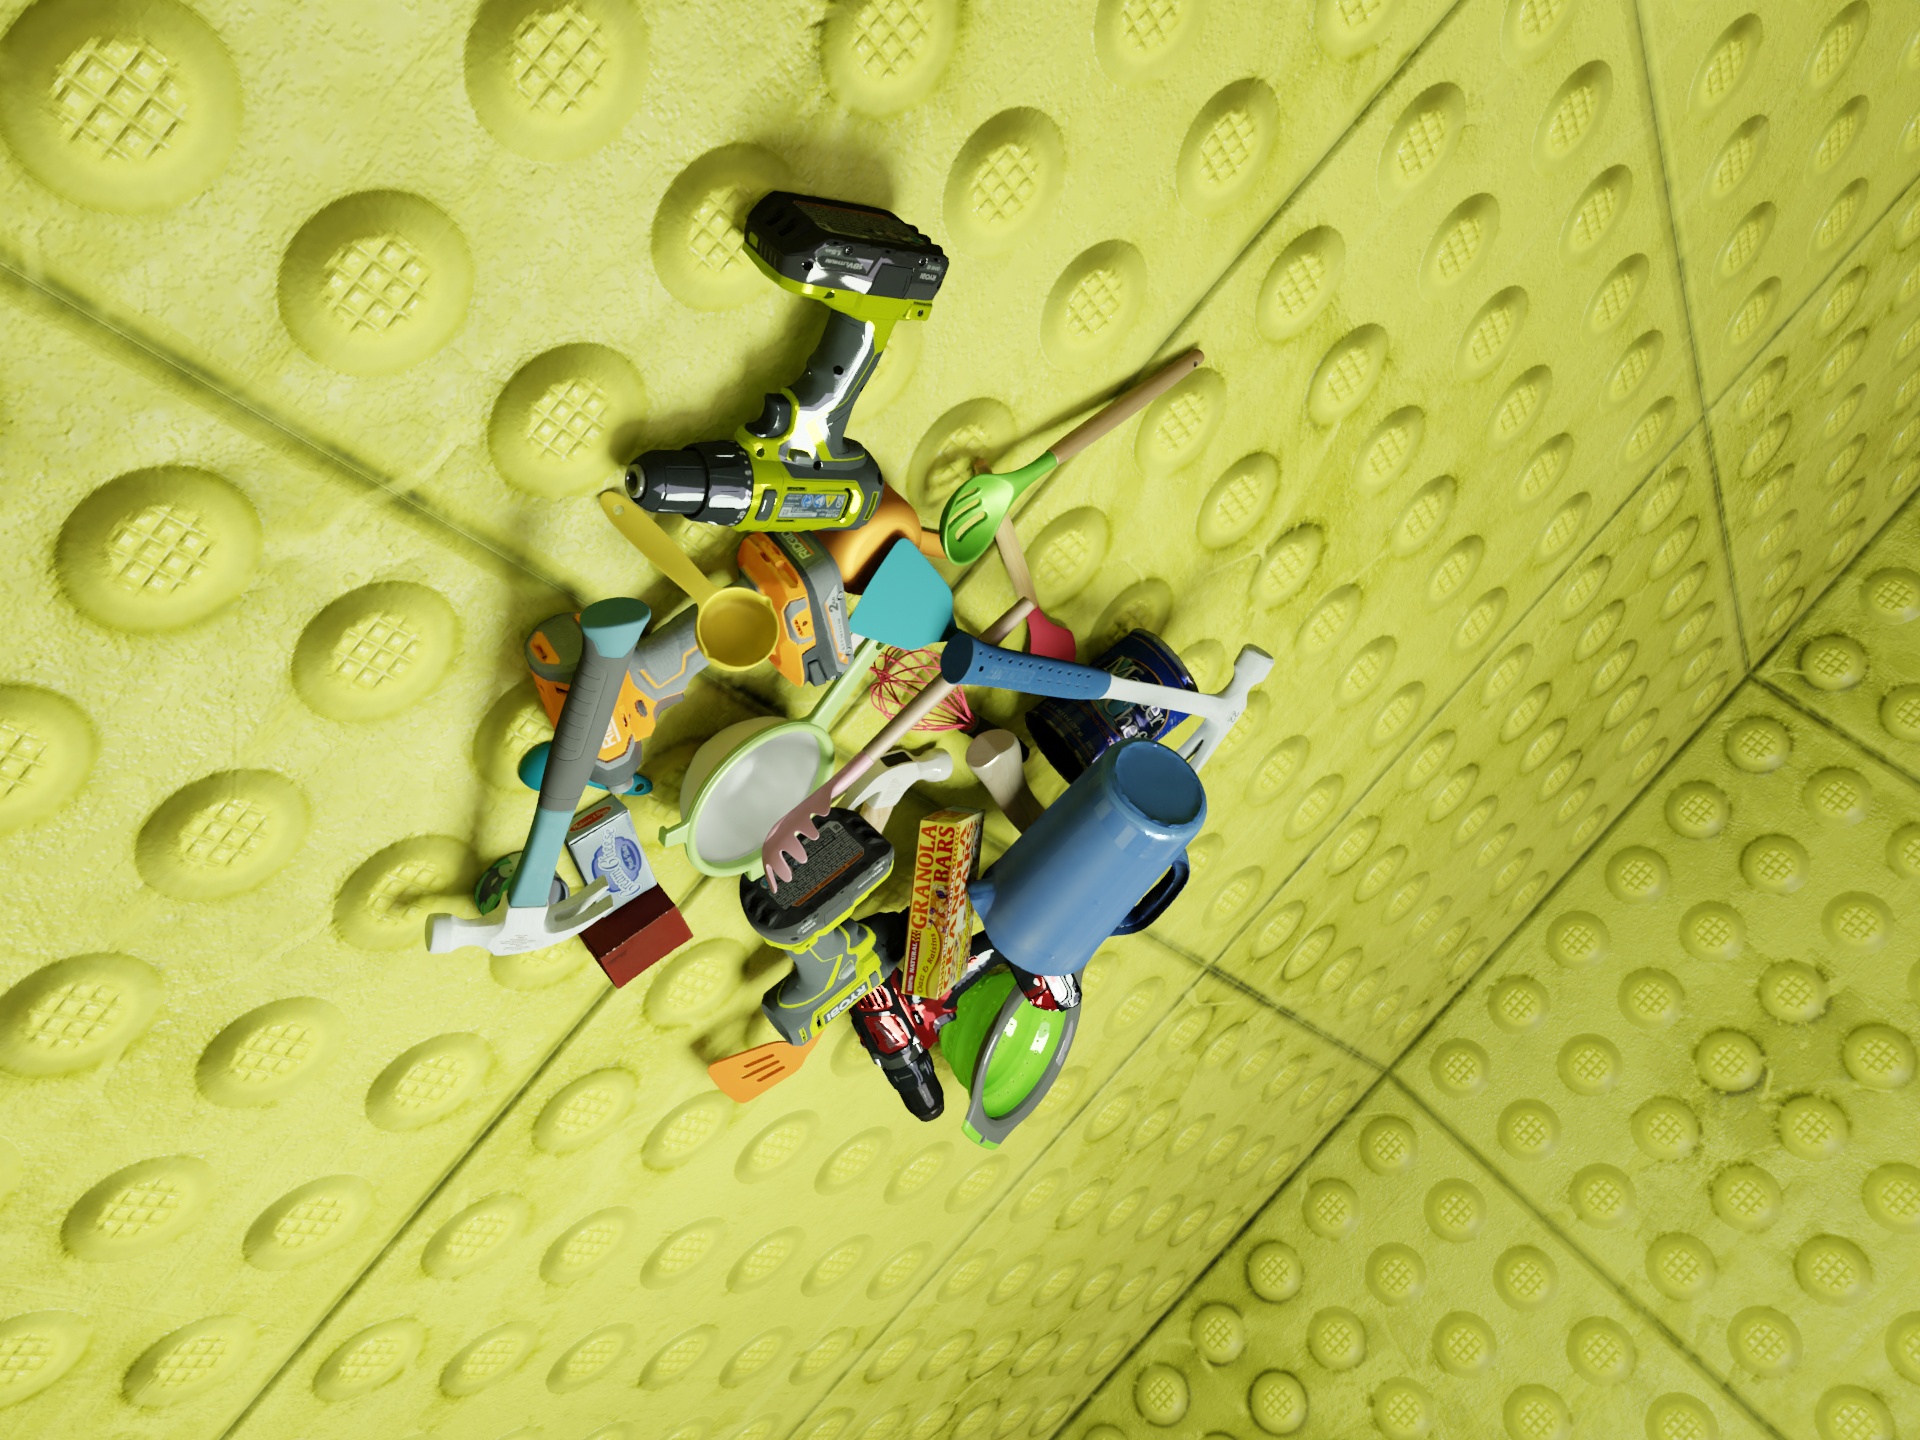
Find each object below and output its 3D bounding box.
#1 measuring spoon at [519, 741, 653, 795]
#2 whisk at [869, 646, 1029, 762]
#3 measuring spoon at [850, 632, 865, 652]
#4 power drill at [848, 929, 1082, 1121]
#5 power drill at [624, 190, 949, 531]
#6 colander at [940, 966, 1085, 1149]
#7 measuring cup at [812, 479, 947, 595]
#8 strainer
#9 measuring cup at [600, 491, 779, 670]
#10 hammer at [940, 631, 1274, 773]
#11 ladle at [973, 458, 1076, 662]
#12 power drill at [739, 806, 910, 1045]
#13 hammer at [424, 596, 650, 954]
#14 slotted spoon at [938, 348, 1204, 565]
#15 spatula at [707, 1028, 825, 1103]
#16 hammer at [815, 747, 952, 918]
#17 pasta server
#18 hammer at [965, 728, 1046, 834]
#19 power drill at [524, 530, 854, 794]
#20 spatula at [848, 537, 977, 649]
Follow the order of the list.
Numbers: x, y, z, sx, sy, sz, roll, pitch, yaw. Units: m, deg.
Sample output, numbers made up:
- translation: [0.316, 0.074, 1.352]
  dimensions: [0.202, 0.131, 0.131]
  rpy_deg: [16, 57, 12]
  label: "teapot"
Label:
- translation: [-0.280, 0.047, 1.220]
  dimensions: [0.128, 0.021, 0.042]
  rpy_deg: [18, 111, -52]
  label: "measuring spoon"
- translation: [-0.002, -0.005, 1.436]
  dimensions: [0.073, 0.073, 0.295]
  rpy_deg: [-50, 150, 5]
  label: "whisk"
- translation: [-0.078, -0.086, 1.313]
  dimensions: [0.124, 0.018, 0.034]
  rpy_deg: [-49, 141, -8]
  label: "measuring spoon"
- translation: [0.007, 0.297, 1.634]
  dimensions: [0.226, 0.080, 0.187]
  rpy_deg: [-25, 108, -3]
  label: "power drill"
- translation: [-0.116, -0.228, 1.071]
  dimensions: [0.190, 0.080, 0.228]
  rpy_deg: [-5, 131, -41]
  label: "power drill"
- translation: [0.085, 0.285, 1.810]
  dimensions: [0.397, 0.095, 0.204]
  rpy_deg: [-59, 148, -14]
  label: "colander"
- translation: [-0.044, -0.136, 1.257]
  dimensions: [0.173, 0.052, 0.095]
  rpy_deg: [7, 119, -47]
  label: "measuring cup"
- translation: [-0.147, 0.006, 1.284]
  dimensions: [0.256, 0.069, 0.151]
  rpy_deg: [-53, 152, 0]
  label: "strainer"
- translation: [-0.190, -0.096, 1.092]
  dimensions: [0.062, 0.156, 0.029]
  rpy_deg: [-46, -176, -18]
  label: "measuring cup"
- translation: [0.129, -0.024, 1.395]
  dimensions: [0.405, 0.035, 0.144]
  rpy_deg: [8, 118, -48]
  label: "hammer"
- translation: [0.056, -0.120, 1.406]
  dimensions: [0.069, 0.031, 0.315]
  rpy_deg: [-45, 145, -16]
  label: "ladle"
- translation: [-0.112, 0.184, 1.437]
  dimensions: [0.171, 0.080, 0.223]
  rpy_deg: [-37, 149, -21]
  label: "power drill"
- translation: [-0.281, 0.048, 1.117]
  dimensions: [0.128, 0.033, 0.330]
  rpy_deg: [3, 131, -31]
  label: "hammer"
- translation: [0.093, -0.228, 1.317]
  dimensions: [0.314, 0.031, 0.070]
  rpy_deg: [-38, 137, -23]
  label: "slotted spoon"
- translation: [-0.108, 0.252, 1.556]
  dimensions: [0.322, 0.041, 0.080]
  rpy_deg: [-45, 139, -15]
  label: "spatula"
- translation: [-0.114, 0.167, 1.511]
  dimensions: [0.130, 0.031, 0.331]
  rpy_deg: [-7, 130, -43]
  label: "hammer"
- translation: [-0.051, 0.016, 1.298]
  dimensions: [0.316, 0.040, 0.060]
  rpy_deg: [-44, -177, -6]
  label: "pasta server"
- translation: [0.067, 0.108, 1.594]
  dimensions: [0.146, 0.038, 0.410]
  rpy_deg: [-43, 153, -3]
  label: "hammer"
- translation: [-0.196, -0.039, 1.176]
  dimensions: [0.226, 0.084, 0.164]
  rpy_deg: [-27, 142, -19]
  label: "power drill"
- translation: [-0.004, -0.073, 1.339]
  dimensions: [0.082, 0.044, 0.317]
  rpy_deg: [-59, 161, 2]
  label: "spatula"
